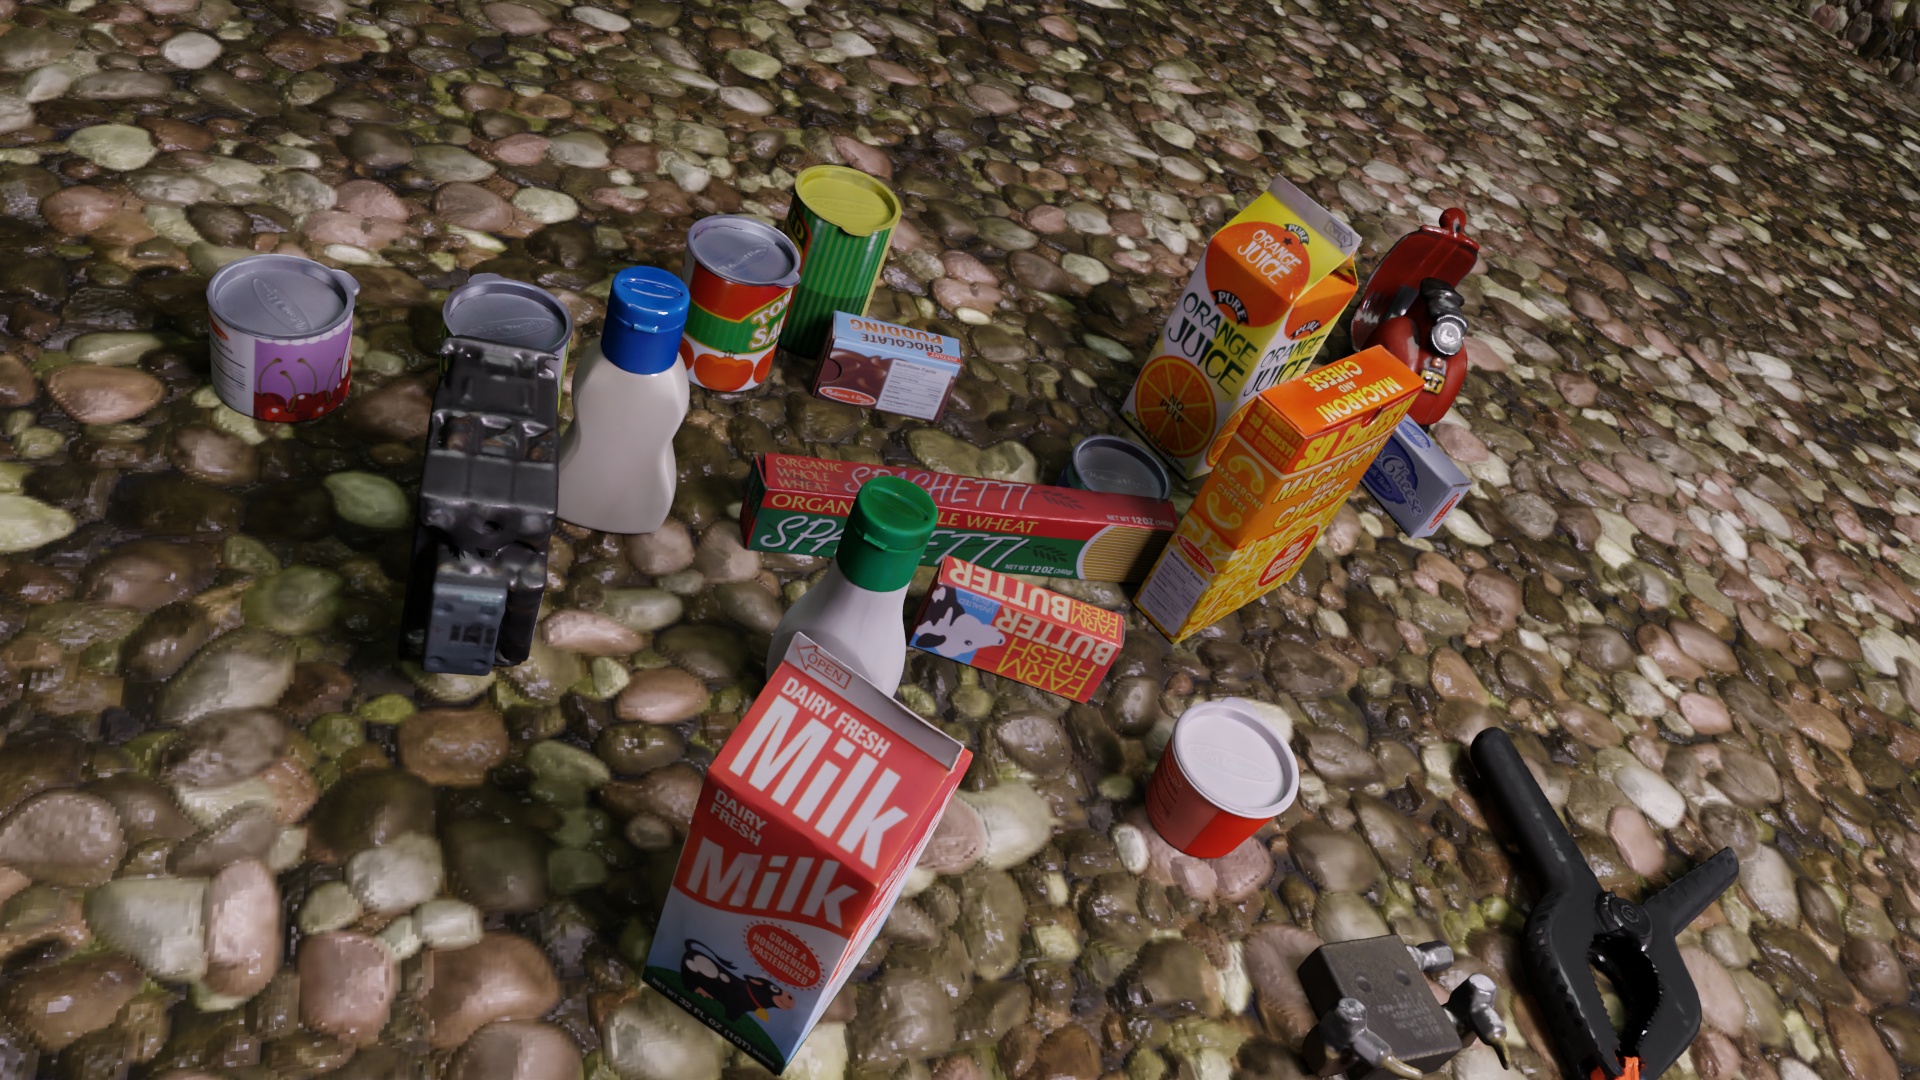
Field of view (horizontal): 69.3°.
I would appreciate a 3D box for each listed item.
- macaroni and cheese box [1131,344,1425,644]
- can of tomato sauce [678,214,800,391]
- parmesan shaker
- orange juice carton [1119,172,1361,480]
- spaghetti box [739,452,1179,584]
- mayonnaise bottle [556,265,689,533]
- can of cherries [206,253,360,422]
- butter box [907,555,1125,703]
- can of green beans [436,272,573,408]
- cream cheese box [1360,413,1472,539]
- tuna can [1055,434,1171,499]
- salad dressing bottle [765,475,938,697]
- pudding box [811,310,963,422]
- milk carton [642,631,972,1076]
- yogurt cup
[{"bbox_3d":[0.181,-0.025,0.795,0.124,0.165,0.040,-23,60,-40],"label":"macaroni and cheese box"},{"bbox_3d":[-0.135,-0.139,0.825,0.071,0.082,0.071,13,43,-13],"label":"can of tomato sauce"},{"bbox_3d":[-0.083,-0.171,0.867,0.071,0.102,0.072,13,43,-13],"label":"parmesan shaker"},{"bbox_3d":[0.183,-0.136,0.890,0.073,0.191,0.072,-20,58,-39],"label":"orange juice carton"},{"bbox_3d":[0.003,-0.010,0.782,0.250,0.049,0.029,5,45,-20],"label":"spaghetti box"},{"bbox_3d":[-0.165,-0.067,0.688,0.065,0.147,0.041,10,44,-16],"label":"mayonnaise bottle"},{"bbox_3d":[-0.343,-0.103,0.709,0.071,0.058,0.072,13,43,-13],"label":"can of cherries"},{"bbox_3d":[0.030,0.048,0.734,0.103,0.052,0.024,19,42,-6],"label":"butter box"},{"bbox_3d":[-0.246,-0.098,0.750,0.071,0.057,0.071,13,43,-13],"label":"can of green beans"},{"bbox_3d":[0.303,-0.056,0.969,0.024,0.053,0.104,-9,52,-32],"label":"cream cheese box"},{"bbox_3d":[0.094,-0.030,0.859,0.071,0.032,0.071,13,43,-13],"label":"tuna can"},{"bbox_3d":[-0.049,0.034,0.640,0.064,0.146,0.044,29,42,5],"label":"salad dressing bottle"},{"bbox_3d":[-0.046,-0.107,0.860,0.084,0.049,0.030,10,44,-16],"label":"pudding box"},{"bbox_3d":[-0.056,0.114,0.523,0.072,0.189,0.074,33,42,9],"label":"milk carton"},{"bbox_3d":[0.128,0.124,0.702,0.072,0.053,0.073,13,43,-13],"label":"yogurt cup"}]
